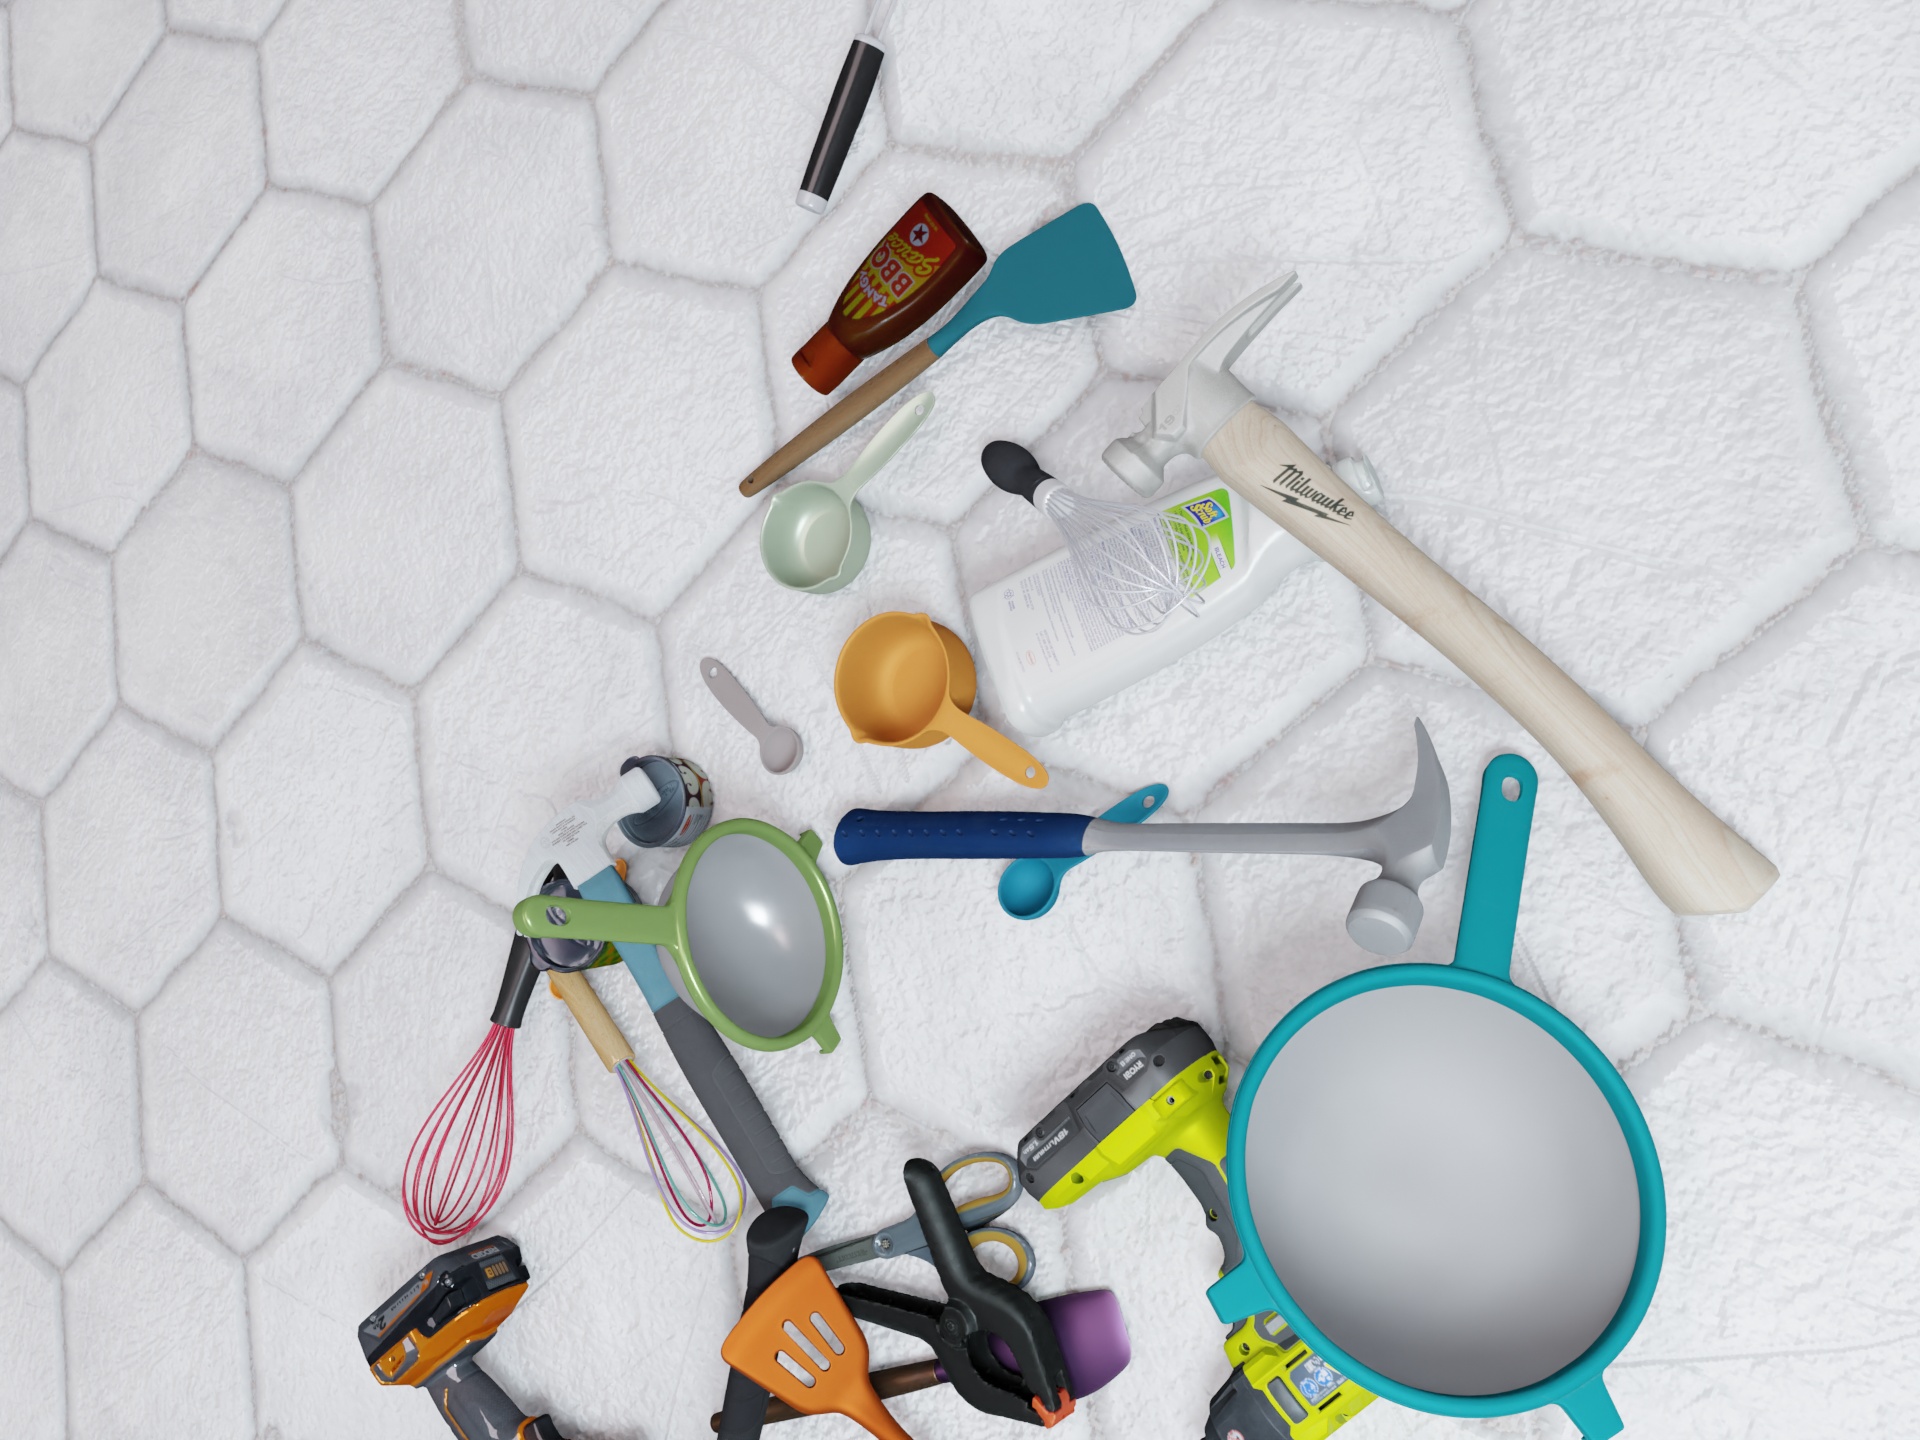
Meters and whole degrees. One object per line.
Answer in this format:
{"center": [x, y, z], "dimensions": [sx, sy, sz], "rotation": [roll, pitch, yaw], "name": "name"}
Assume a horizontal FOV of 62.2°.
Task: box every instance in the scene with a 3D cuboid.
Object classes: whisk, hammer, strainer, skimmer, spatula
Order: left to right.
{"center": [-0.344, 0.245, 1.184], "dimensions": [0.073, 0.073, 0.296], "rotation": [15, 85, 30], "name": "whisk"}
{"center": [-0.230, 0.261, 1.119], "dimensions": [0.047, 0.051, 0.245], "rotation": [-50, 65, 23], "name": "whisk"}
{"center": [-0.182, 0.135, 0.993], "dimensions": [0.069, 0.256, 0.152], "rotation": [-20, 68, 35], "name": "strainer"}
{"center": [-0.187, 0.201, 1.073], "dimensions": [0.128, 0.033, 0.331], "rotation": [-32, 81, -6], "name": "hammer"}
{"center": [-0.141, 0.476, 1.001], "dimensions": [0.035, 0.146, 0.335], "rotation": [8, 84, 29], "name": "hammer"}
{"center": [-0.042, -0.526, 1.078], "dimensions": [0.127, 0.090, 0.363], "rotation": [22, 99, -2], "name": "skimmer"}
{"center": [-0.033, 0.420, 1.009], "dimensions": [0.316, 0.018, 0.060], "rotation": [-23, 73, 24], "name": "spatula"}
{"center": [-0.030, -0.234, 1.079], "dimensions": [0.317, 0.044, 0.082], "rotation": [-30, 71, 28], "name": "spatula"}
{"center": [-0.007, 0.464, 0.951], "dimensions": [0.323, 0.041, 0.081], "rotation": [41, 69, 16], "name": "spatula"}
{"center": [0.068, -0.120, 0.928], "dimensions": [0.070, 0.070, 0.285], "rotation": [-58, 29, 11], "name": "whisk"}
{"center": [0.089, 0.065, 0.933], "dimensions": [0.405, 0.035, 0.144], "rotation": [-3, 41, 39], "name": "hammer"}
{"center": [0.249, 0.181, 0.825], "dimensions": [0.211, 0.095, 0.341], "rotation": [17, 64, 5], "name": "strainer"}
{"center": [0.267, -0.061, 0.846], "dimensions": [0.411, 0.038, 0.146], "rotation": [45, 103, 14], "name": "hammer"}

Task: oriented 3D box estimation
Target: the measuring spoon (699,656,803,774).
{"center": [-0.147, -0.005, 1.126], "dimensions": [0.124, 0.018, 0.034], "rotation": [46, 107, 32], "name": "measuring spoon"}

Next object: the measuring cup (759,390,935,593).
{"center": [-0.067, -0.155, 1.082], "dimensions": [0.167, 0.038, 0.083], "rotation": [-46, 65, 15], "name": "measuring cup"}

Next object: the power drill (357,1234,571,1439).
{"center": [-0.316, 0.488, 1.127], "dimensions": [0.164, 0.084, 0.227], "rotation": [-42, 71, 18], "name": "power drill"}

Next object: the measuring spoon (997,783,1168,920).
{"center": [0.080, 0.082, 0.987], "dimensions": [0.128, 0.021, 0.042], "rotation": [-37, 51, 11], "name": "measuring spoon"}

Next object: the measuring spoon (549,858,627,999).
{"center": [-0.274, 0.155, 1.180], "dimensions": [0.021, 0.011, 0.117], "rotation": [28, 95, 17], "name": "measuring spoon"}

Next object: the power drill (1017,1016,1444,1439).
{"center": [0.142, 0.296, 0.894], "dimensions": [0.171, 0.080, 0.223], "rotation": [-46, 68, 16], "name": "power drill"}

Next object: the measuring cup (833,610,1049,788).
{"center": [-0.002, -0.003, 1.020], "dimensions": [0.174, 0.052, 0.095], "rotation": [34, 101, 26], "name": "measuring cup"}
